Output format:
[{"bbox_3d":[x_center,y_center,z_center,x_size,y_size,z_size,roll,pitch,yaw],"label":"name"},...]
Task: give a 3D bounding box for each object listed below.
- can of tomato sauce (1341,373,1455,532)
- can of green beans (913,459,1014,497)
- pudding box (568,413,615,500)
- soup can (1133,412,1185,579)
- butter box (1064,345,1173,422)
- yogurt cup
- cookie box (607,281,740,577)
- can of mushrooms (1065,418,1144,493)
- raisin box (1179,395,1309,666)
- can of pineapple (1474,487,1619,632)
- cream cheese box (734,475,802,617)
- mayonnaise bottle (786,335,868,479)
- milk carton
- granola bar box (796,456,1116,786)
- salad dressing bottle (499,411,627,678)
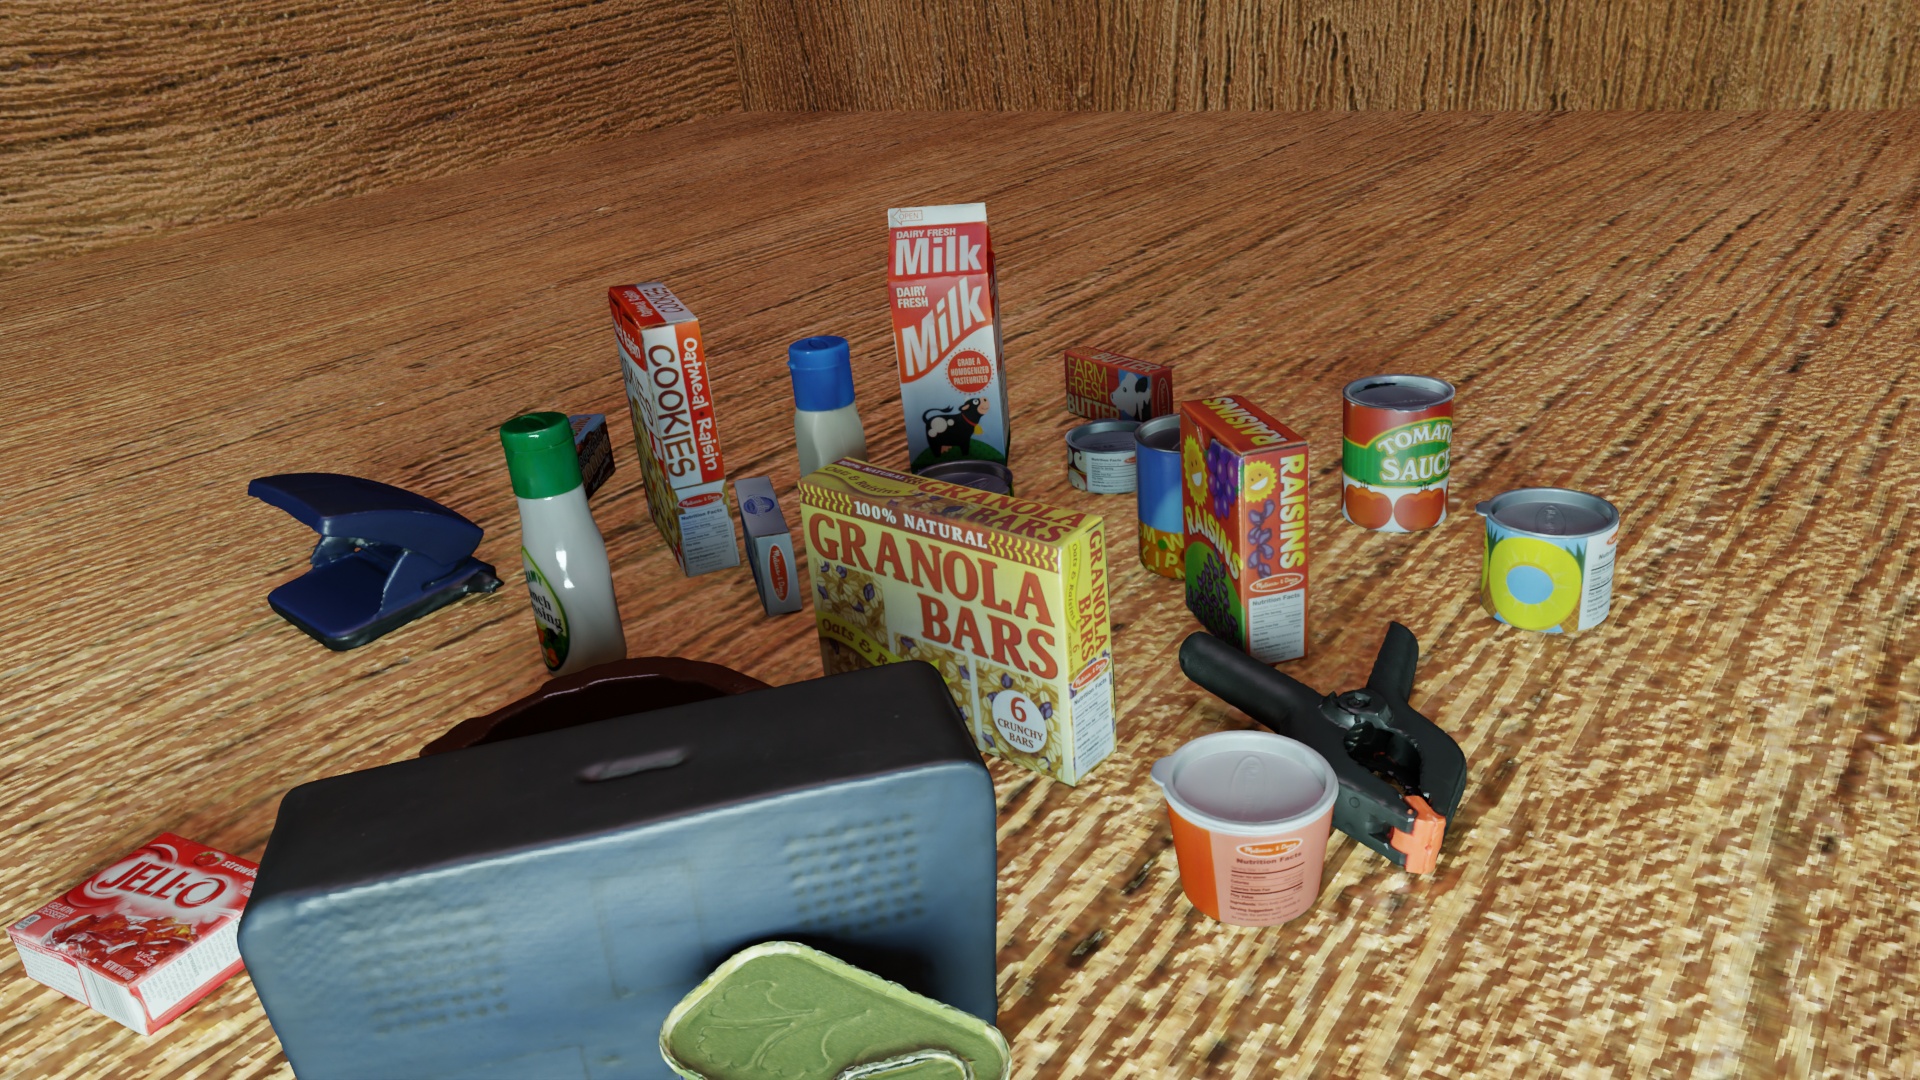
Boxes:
[{"bbox_3d":[0.273,-0.054,0.868,0.071,0.082,0.071,-5,24,2],"label":"can of tomato sauce"},{"bbox_3d":[0.002,-0.011,0.861,0.071,0.057,0.071,-5,24,2],"label":"can of green beans"},{"bbox_3d":[-0.290,-0.059,1.041,0.030,0.049,0.084,-2,24,8],"label":"pudding box"},{"bbox_3d":[0.141,-0.026,0.833,0.071,0.083,0.071,-5,24,2],"label":"soup can"},{"bbox_3d":[0.122,-0.116,1.078,0.024,0.053,0.103,-20,28,-30],"label":"butter box"},{"bbox_3d":[0.115,0.116,0.554,0.072,0.053,0.073,-5,24,2],"label":"yogurt cup"},{"bbox_3d":[-0.191,-0.076,0.914,0.040,0.166,0.123,-14,25,-18],"label":"cookie box"},{"bbox_3d":[0.108,-0.060,0.978,0.071,0.033,0.071,-5,24,2],"label":"can of mushrooms"},{"bbox_3d":[0.149,-0.006,0.737,0.040,0.123,0.086,-10,24,-9],"label":"raisin box"},{"bbox_3d":[0.314,0.009,0.747,0.071,0.057,0.071,-5,24,2],"label":"can of pineapple"},{"bbox_3d":[-0.120,0.002,0.864,0.024,0.053,0.104,-11,24,-11],"label":"cream cheese box"},{"bbox_3d":[-0.078,-0.050,0.854,0.041,0.147,0.065,-14,25,-18],"label":"mayonnaise bottle"},{"bbox_3d":[-0.008,-0.147,1.005,0.072,0.189,0.074,-3,24,6],"label":"milk carton"},{"bbox_3d":[-0.003,0.035,0.676,0.165,0.123,0.039,15,31,39],"label":"granola bar box"},{"bbox_3d":[-0.219,0.004,0.764,0.044,0.147,0.064,-20,27,-30],"label":"salad dressing bottle"}]
